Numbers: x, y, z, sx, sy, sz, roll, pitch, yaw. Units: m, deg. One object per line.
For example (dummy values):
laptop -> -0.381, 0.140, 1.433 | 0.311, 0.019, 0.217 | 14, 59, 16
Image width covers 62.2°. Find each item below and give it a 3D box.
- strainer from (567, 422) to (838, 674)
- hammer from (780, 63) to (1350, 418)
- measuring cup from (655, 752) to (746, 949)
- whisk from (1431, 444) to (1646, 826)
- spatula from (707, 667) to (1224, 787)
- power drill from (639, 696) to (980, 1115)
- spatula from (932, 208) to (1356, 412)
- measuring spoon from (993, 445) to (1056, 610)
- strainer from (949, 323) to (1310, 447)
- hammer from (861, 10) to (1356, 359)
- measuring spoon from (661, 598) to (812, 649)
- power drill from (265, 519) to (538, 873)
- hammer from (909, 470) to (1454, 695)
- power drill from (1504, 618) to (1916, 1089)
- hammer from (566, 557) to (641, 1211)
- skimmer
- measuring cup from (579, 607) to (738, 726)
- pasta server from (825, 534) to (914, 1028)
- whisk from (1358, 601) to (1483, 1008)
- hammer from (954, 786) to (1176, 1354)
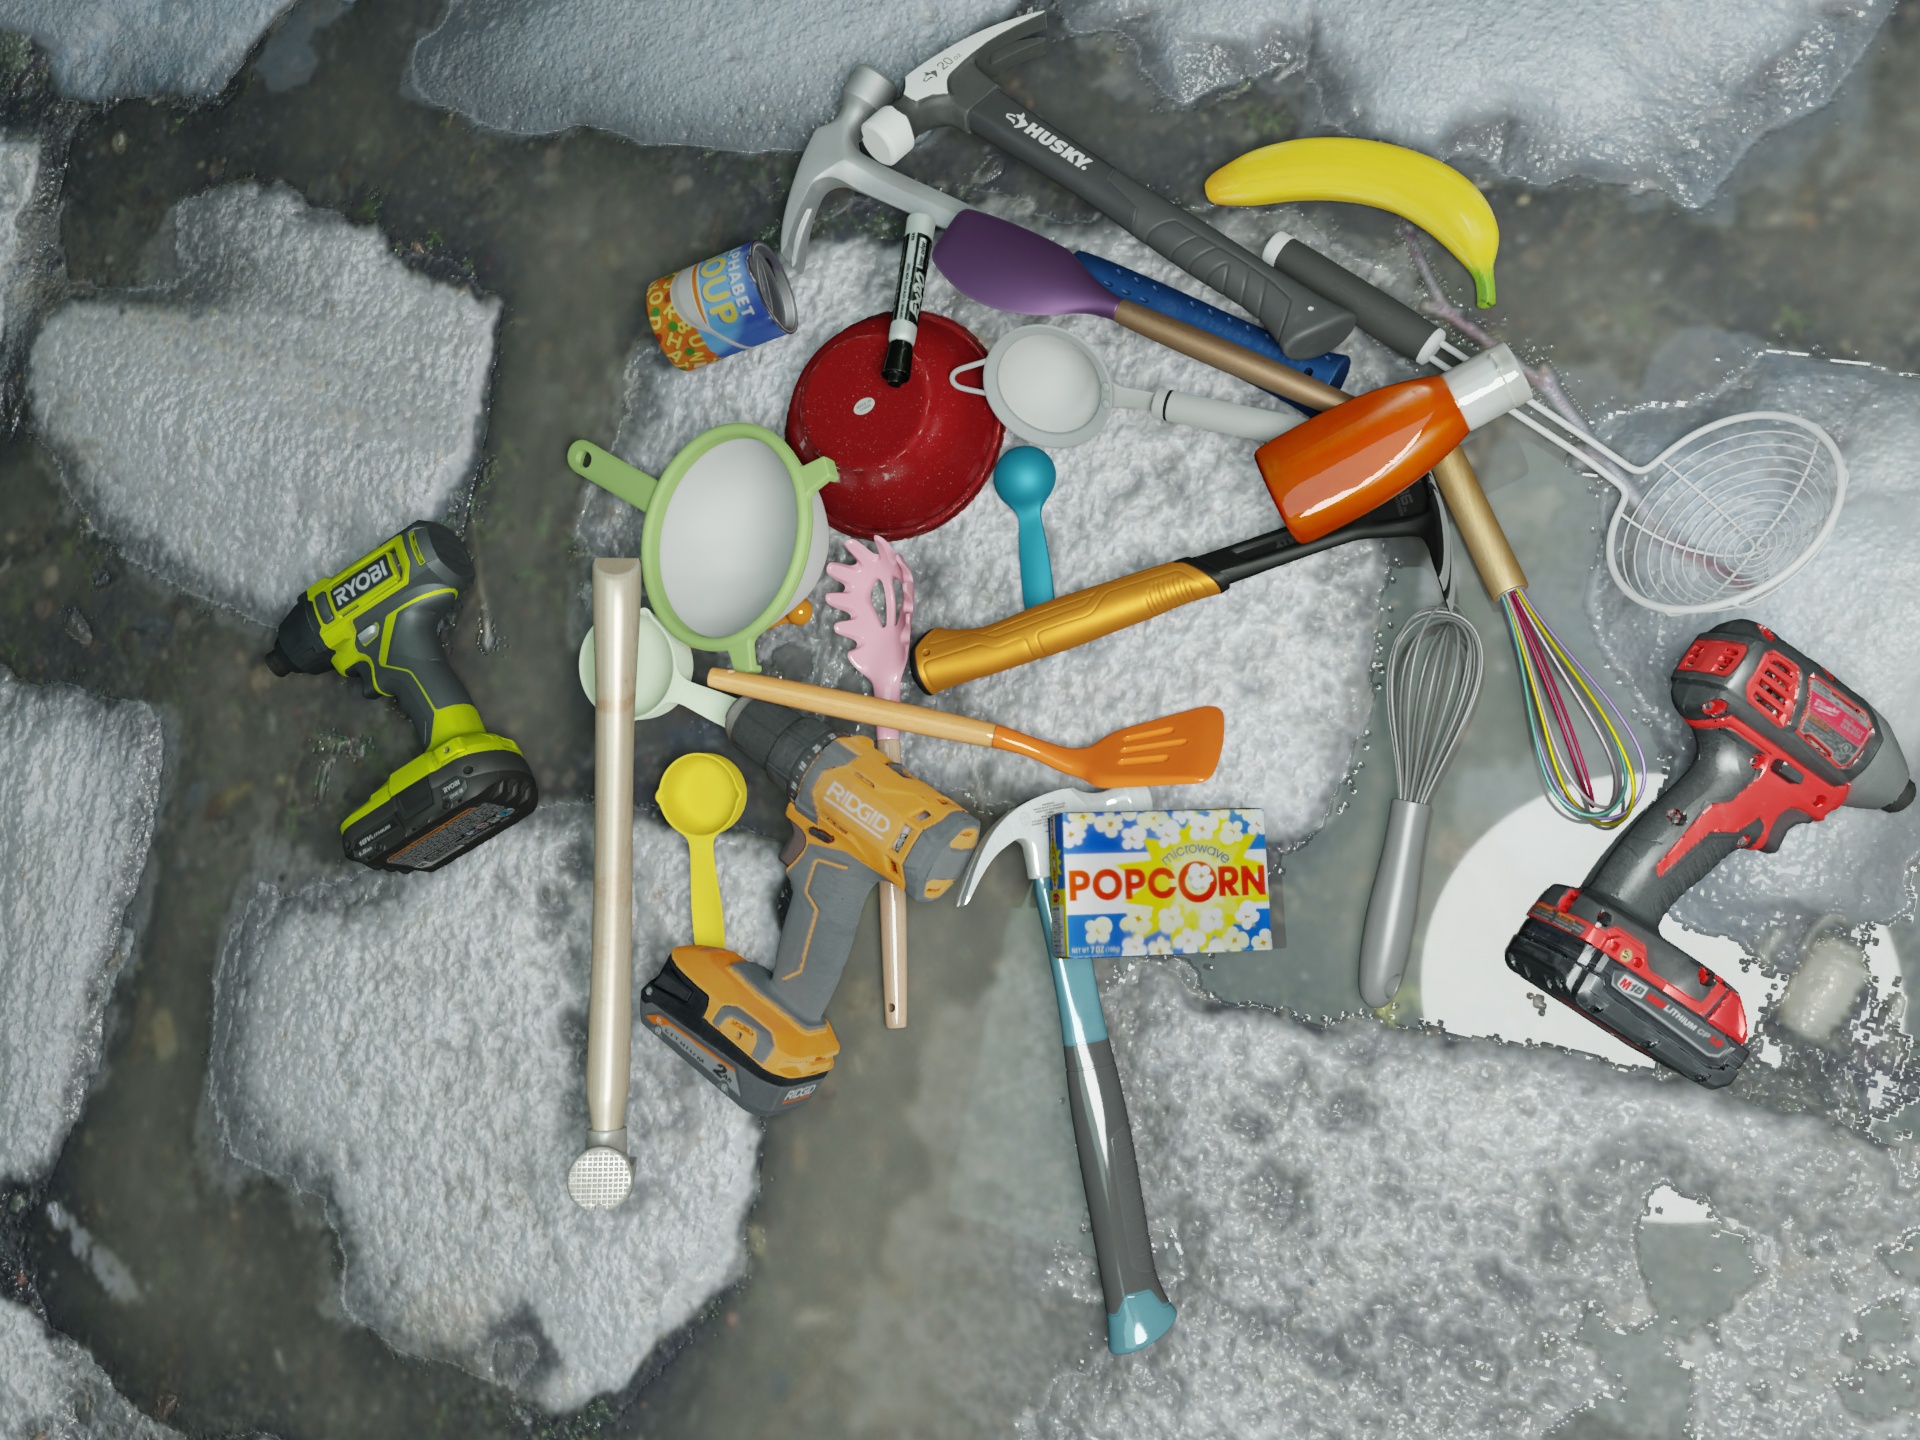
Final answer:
strainer -> -0.175, -0.139, 1.090 | 0.257, 0.069, 0.151 | 30, 103, 36
hammer -> 0.059, -0.292, 1.034 | 0.406, 0.035, 0.144 | 31, 91, 19
measuring cup -> -0.168, 0.099, 1.075 | 0.062, 0.029, 0.156 | -3, 94, 14
whisk -> 0.322, -0.052, 0.914 | 0.051, 0.047, 0.245 | -20, 72, 3
spatula -> -0.002, -0.003, 0.981 | 0.322, 0.081, 0.041 | 11, 125, 8
power drill -> -0.114, 0.108, 1.005 | 0.185, 0.084, 0.226 | 34, 99, 23
spatula -> 0.119, -0.241, 0.977 | 0.316, 0.018, 0.060 | 28, 79, 19
measuring spoon -> 0.044, -0.117, 1.025 | 0.042, 0.021, 0.129 | -9, 81, 17
strainer -> 0.119, -0.197, 0.985 | 0.258, 0.086, 0.050 | 17, 45, 21
hammer -> 0.105, -0.329, 0.995 | 0.335, 0.035, 0.146 | 39, 73, 19
measuring spoon -> -0.156, -0.066, 1.093 | 0.117, 0.011, 0.021 | -11, 80, 18
power drill -> -0.405, -0.010, 1.141 | 0.171, 0.080, 0.223 | -30, 71, 12
hammer -> 0.125, -0.074, 0.964 | 0.337, 0.034, 0.127 | -18, 51, 17
power drill -> 0.402, 0.072, 0.837 | 0.143, 0.078, 0.219 | 32, 90, -12
hammer -> -0.226, 0.098, 1.034 | 0.038, 0.146, 0.411 | 1, 80, -9
skimmer -> 0.317, -0.191, 0.905 | 0.363, 0.090, 0.127 | 40, 97, 19
measuring cup -> -0.181, -0.021, 1.082 | 0.168, 0.038, 0.083 | 24, 99, 17
pasta server -> -0.050, 0.039, 1.030 | 0.060, 0.040, 0.316 | -5, 83, 26
whisk -> 0.260, 0.049, 0.919 | 0.055, 0.055, 0.239 | 10, 90, 20
hammer -> 0.079, 0.205, 0.951 | 0.128, 0.033, 0.331 | -9, 84, -11
